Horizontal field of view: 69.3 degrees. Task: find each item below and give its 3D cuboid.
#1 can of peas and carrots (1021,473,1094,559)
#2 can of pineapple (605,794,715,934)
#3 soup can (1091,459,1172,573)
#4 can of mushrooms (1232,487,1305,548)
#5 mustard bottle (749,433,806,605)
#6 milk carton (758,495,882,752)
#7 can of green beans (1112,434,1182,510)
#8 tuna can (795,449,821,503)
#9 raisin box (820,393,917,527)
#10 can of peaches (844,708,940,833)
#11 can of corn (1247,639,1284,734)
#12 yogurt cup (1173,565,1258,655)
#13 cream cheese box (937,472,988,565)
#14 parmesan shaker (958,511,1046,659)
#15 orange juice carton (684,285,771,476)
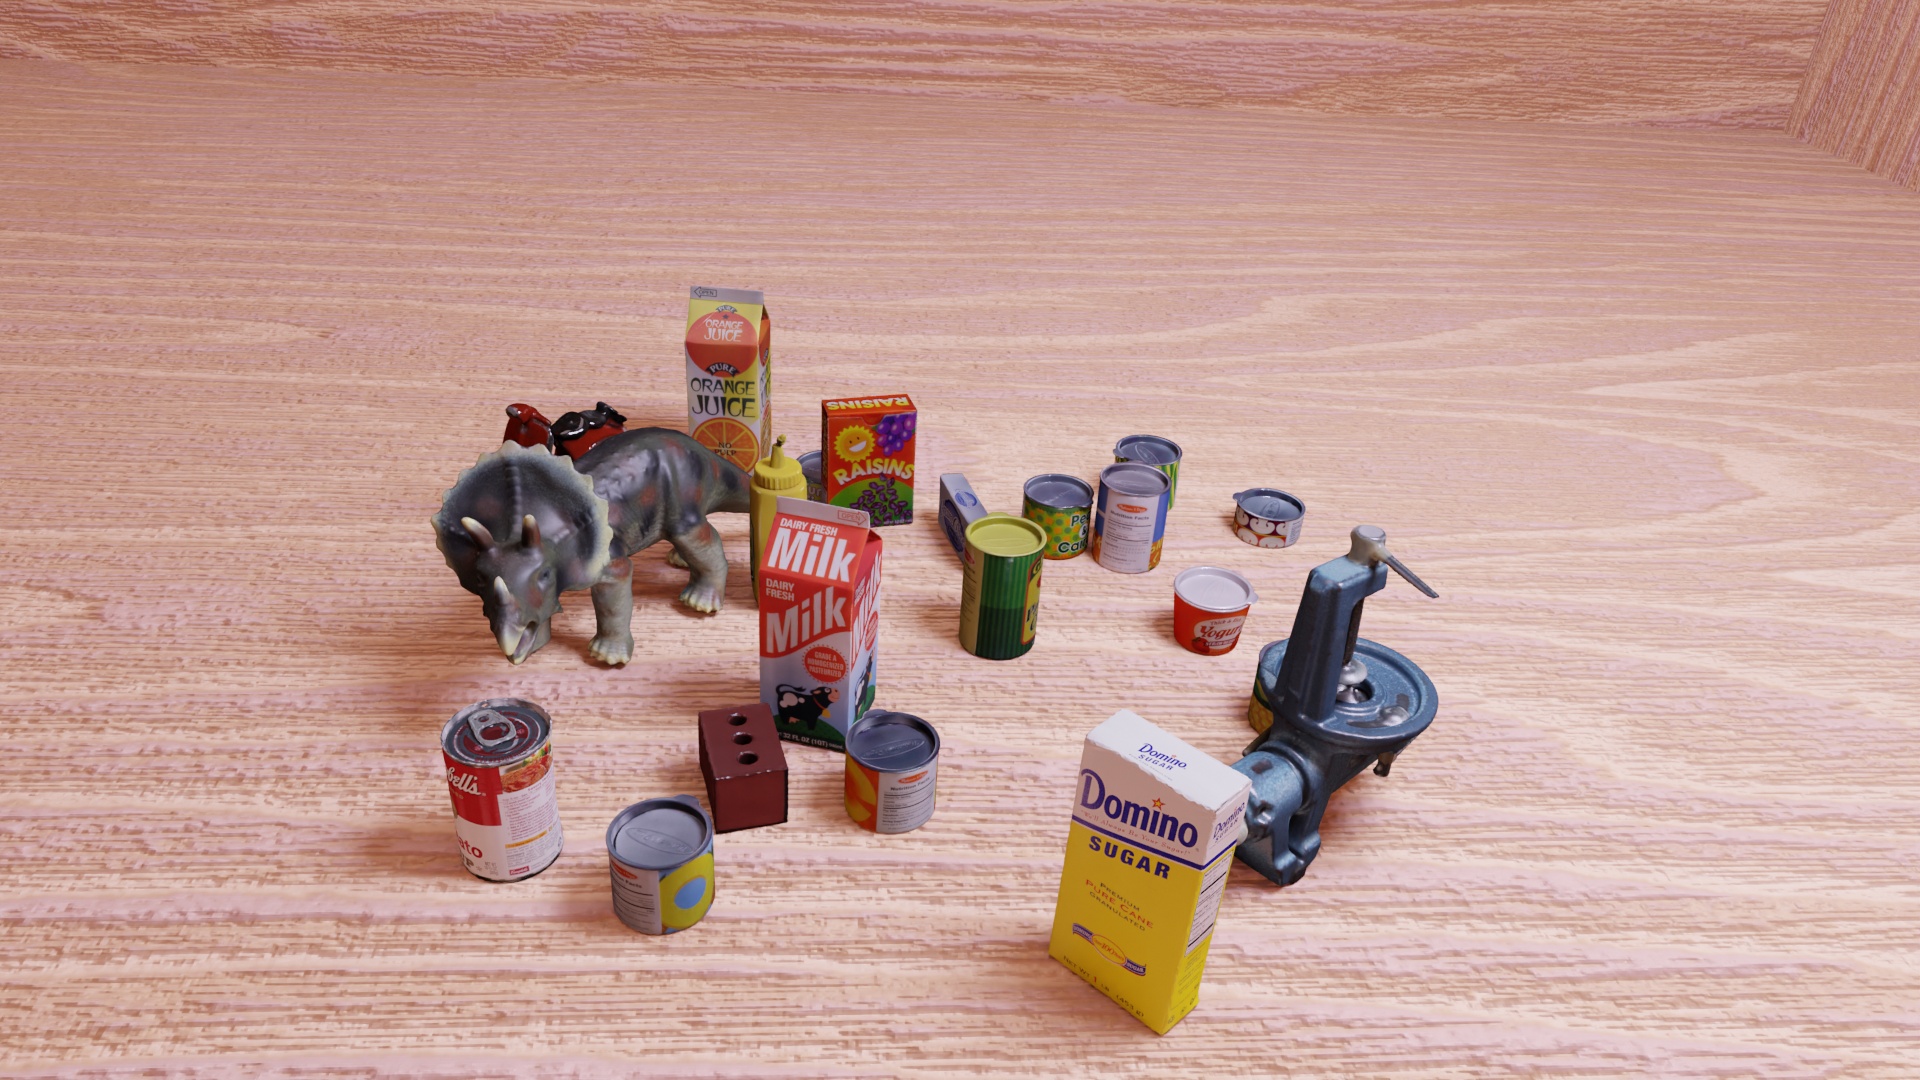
[{"bbox_3d":[0.092,-0.022,1.302,0.071,0.058,0.071,3,30,-2],"label":"can of peas and carrots"},{"bbox_3d":[-0.189,0.206,0.886,0.071,0.057,0.071,3,30,-2],"label":"can of pineapple"},{"bbox_3d":[0.158,-0.022,1.286,0.071,0.083,0.072,3,30,-2],"label":"soup can"},{"bbox_3d":[0.298,-0.023,1.352,0.071,0.033,0.071,3,31,-2],"label":"can of mushrooms"},{"bbox_3d":[-0.154,-0.020,1.172,0.049,0.159,0.065,-2,31,-9],"label":"mustard bottle"},{"bbox_3d":[-0.103,0.055,1.021,0.072,0.189,0.074,10,31,11],"label":"milk carton"},{"bbox_3d":[0.185,-0.066,1.388,0.071,0.057,0.071,3,30,-2],"label":"can of green beans"},{"bbox_3d":[-0.131,-0.060,1.366,0.071,0.032,0.071,3,31,-2],"label":"tuna can"},{"bbox_3d":[-0.088,-0.073,1.305,0.086,0.122,0.040,-5,31,-14],"label":"raisin box"},{"bbox_3d":[-0.049,0.162,0.977,0.071,0.057,0.071,3,30,-2],"label":"can of peaches"},{"bbox_3d":[0.262,0.120,1.081,0.071,0.058,0.071,3,30,-2],"label":"can of corn"},{"bbox_3d":[0.212,0.061,1.180,0.072,0.053,0.073,3,30,-2],"label":"yogurt cup"},{"bbox_3d":[0.005,-0.016,1.288,0.024,0.053,0.104,-6,32,-16],"label":"cream cheese box"},{"bbox_3d":[0.034,0.038,1.152,0.071,0.102,0.071,3,30,-2],"label":"parmesan shaker"},{"bbox_3d":[-0.227,-0.158,1.365,0.072,0.191,0.073,4,30,0],"label":"orange juice carton"}]
